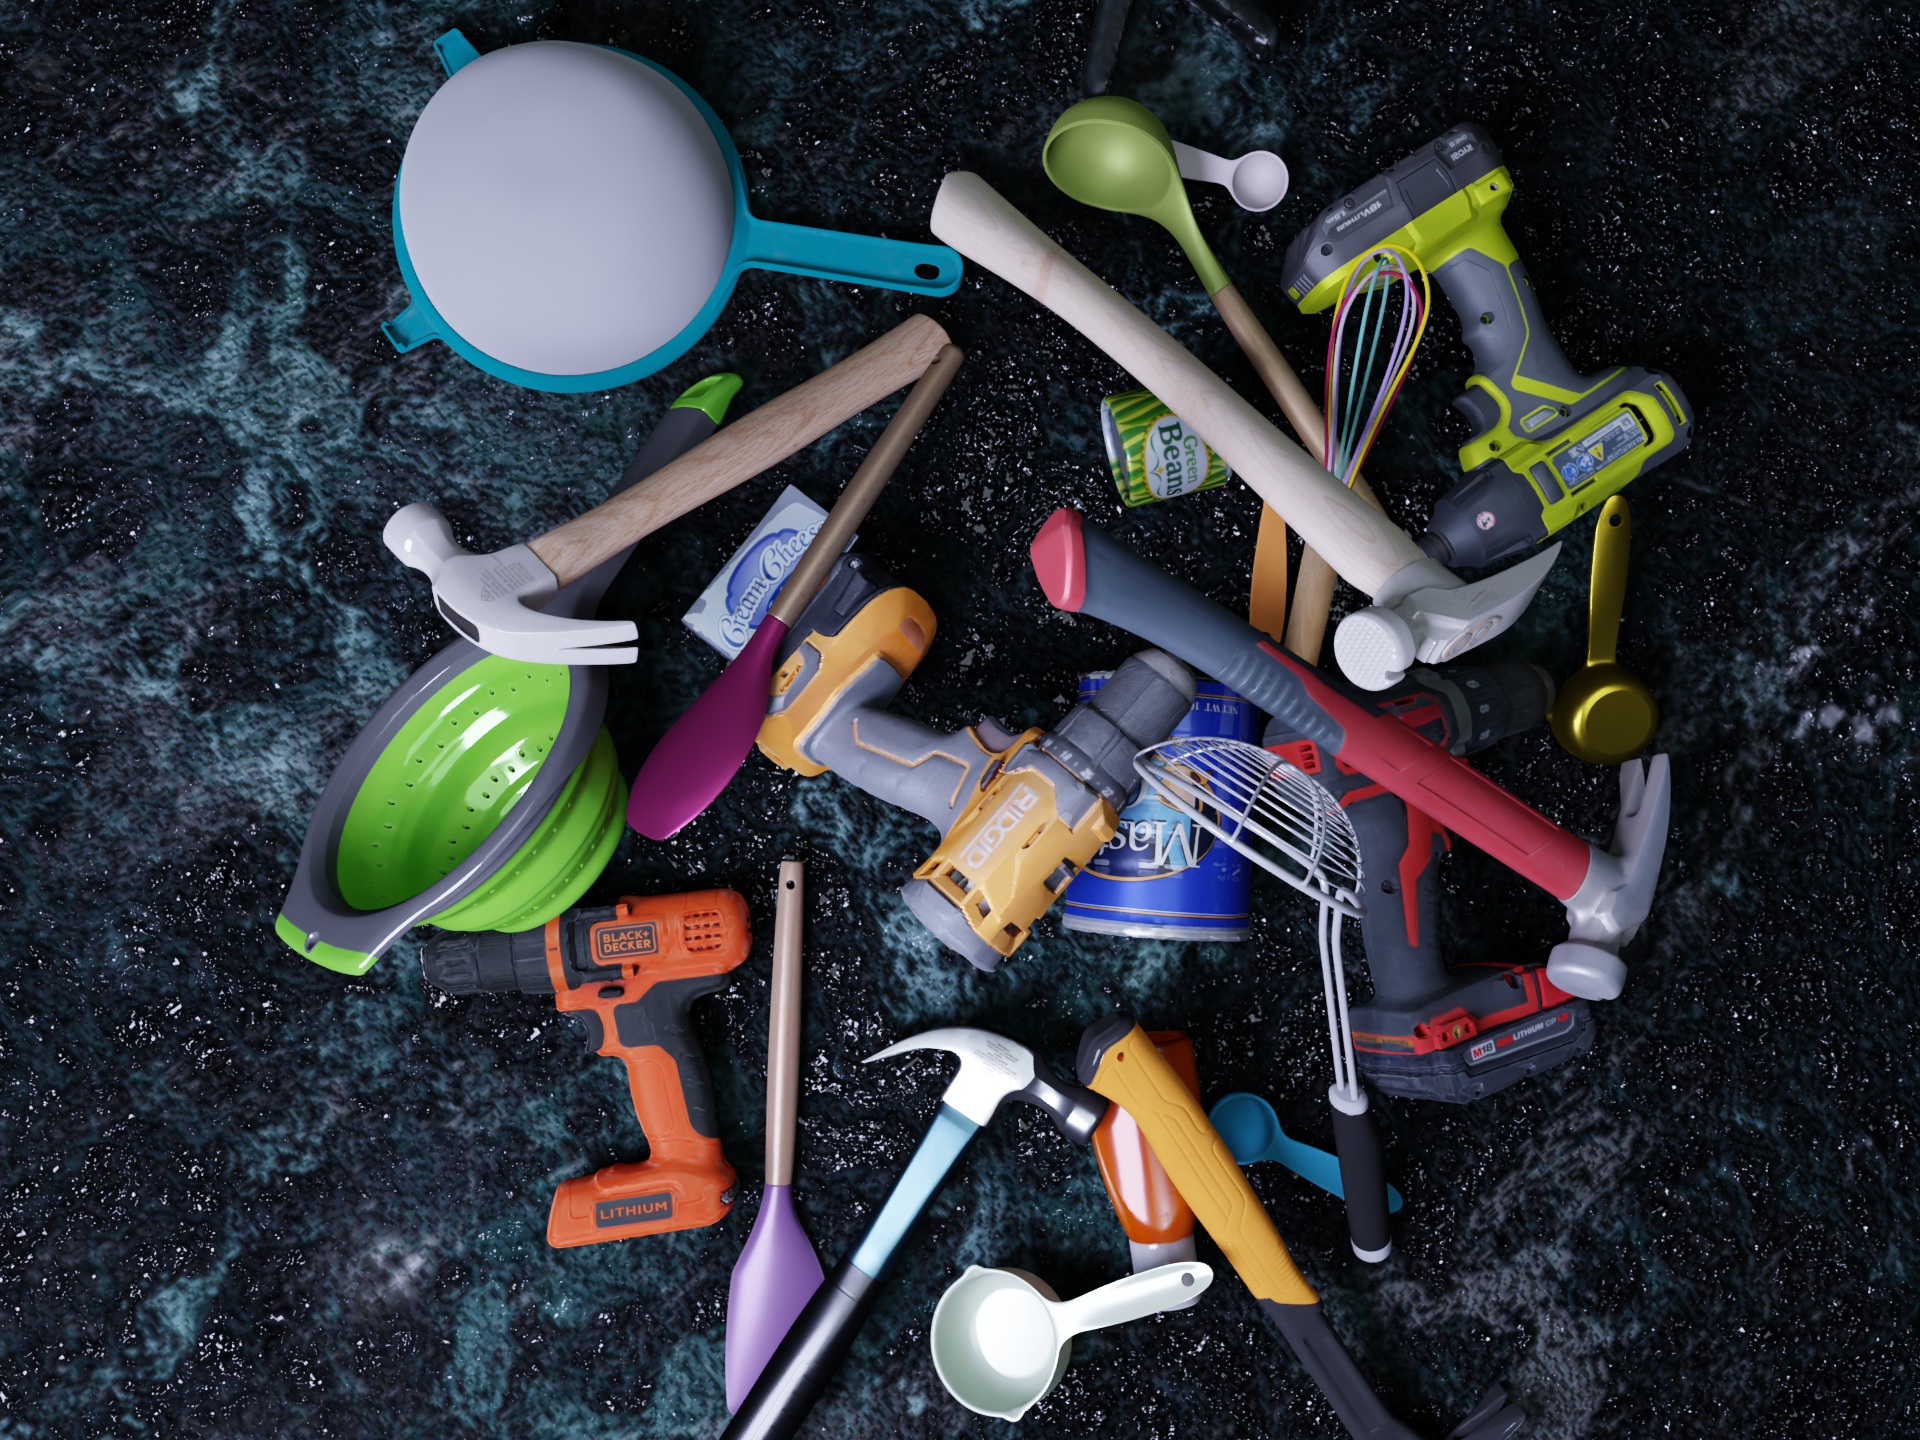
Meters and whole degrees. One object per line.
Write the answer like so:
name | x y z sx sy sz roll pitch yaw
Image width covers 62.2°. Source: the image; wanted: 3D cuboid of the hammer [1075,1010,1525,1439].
hammer | 0.173 0.292 0.866 0.127 0.034 0.336 -35 100 -1

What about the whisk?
whisk | 0.214 -0.138 0.882 0.047 0.051 0.245 12 111 9

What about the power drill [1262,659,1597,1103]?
power drill | 0.275 0.079 0.882 0.188 0.080 0.227 -14 88 -26

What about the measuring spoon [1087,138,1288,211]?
measuring spoon | 0.135 -0.333 0.949 0.124 0.018 0.034 17 103 7

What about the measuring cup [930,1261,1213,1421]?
measuring cup | 0.065 0.326 0.872 0.167 0.038 0.083 -24 69 16

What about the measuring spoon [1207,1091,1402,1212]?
measuring spoon | 0.197 0.250 0.916 0.128 0.021 0.042 27 94 -8

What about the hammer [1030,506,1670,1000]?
hammer | 0.206 -0.007 0.808 0.386 0.038 0.143 31 67 -16

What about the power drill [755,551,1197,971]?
power drill | -0.001 -0.003 0.844 0.185 0.084 0.226 -49 57 -3

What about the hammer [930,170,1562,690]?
hammer | 0.129 -0.179 0.850 0.146 0.038 0.411 -24 58 -32

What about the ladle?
ladle | 0.158 -0.222 0.922 0.062 0.078 0.320 -36 93 -25

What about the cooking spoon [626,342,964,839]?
cooking spoon | -0.085 -0.075 0.859 0.069 0.017 0.319 21 75 44

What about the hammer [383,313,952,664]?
hammer | -0.130 -0.136 0.856 0.331 0.031 0.130 -36 69 -27

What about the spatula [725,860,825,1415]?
spatula | -0.101 0.238 0.909 0.059 0.018 0.316 2 88 -6

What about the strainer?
strainer | -0.167 -0.290 0.901 0.340 0.095 0.211 9 86 1

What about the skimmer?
skimmer | 0.167 0.161 0.812 0.090 0.127 0.363 -24 121 -15

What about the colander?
colander | -0.211 -0.020 0.886 0.094 0.205 0.397 46 65 -39

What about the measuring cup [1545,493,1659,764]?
measuring cup | 0.371 -0.049 0.902 0.062 0.029 0.156 -3 106 -2

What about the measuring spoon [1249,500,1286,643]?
measuring spoon | 0.182 -0.092 0.937 0.021 0.011 0.117 3 90 -1

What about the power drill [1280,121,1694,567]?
power drill | 0.289 -0.207 0.912 0.171 0.080 0.223 -33 91 -2

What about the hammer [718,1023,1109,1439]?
hammer | -0.059 0.314 0.876 0.128 0.033 0.331 32 87 13
